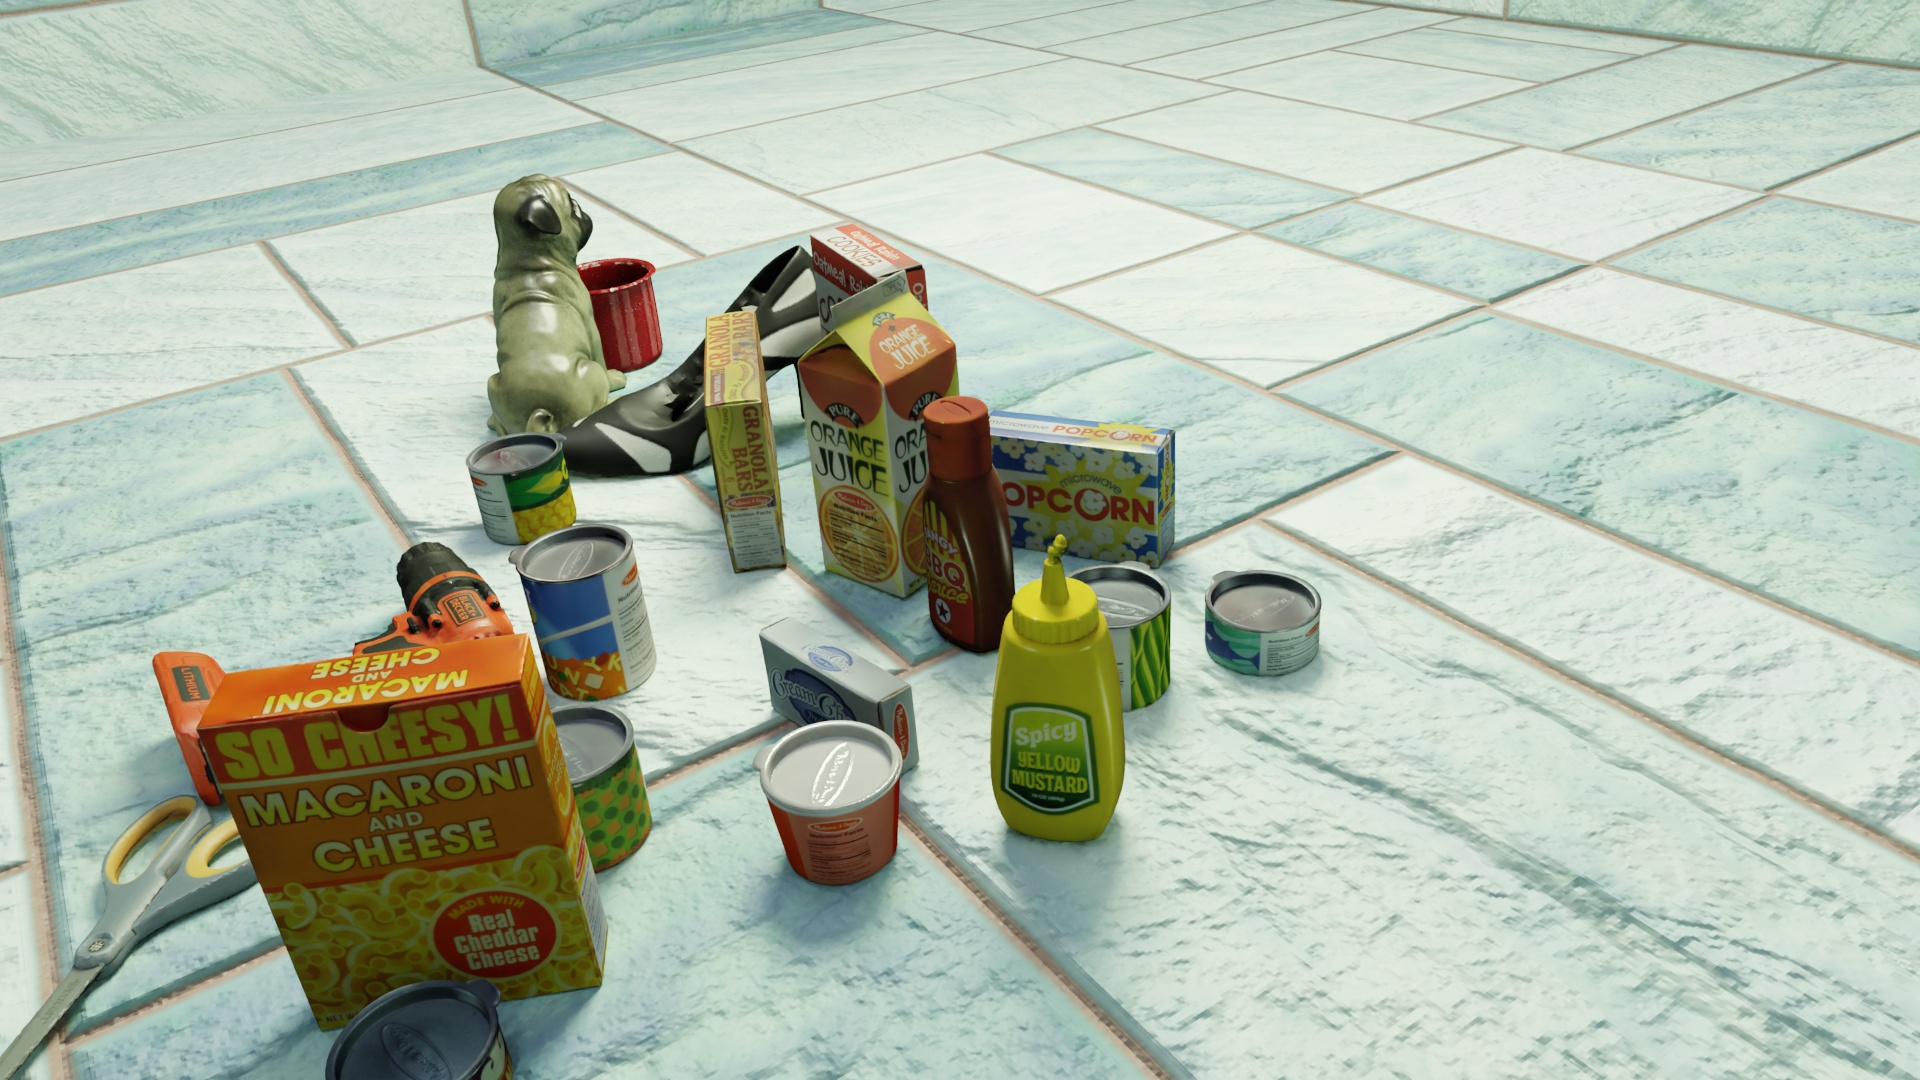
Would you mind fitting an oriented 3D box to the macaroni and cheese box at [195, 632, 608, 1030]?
[{"bbox_3d":[-0.226,0.126,0.586,0.124,0.165,0.040,-8,30,-6],"label":"macaroni and cheese box"}]

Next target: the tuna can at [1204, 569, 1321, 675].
[{"bbox_3d":[0.173,0.046,0.805,0.071,0.032,0.071,-3,30,2],"label":"tuna can"}]

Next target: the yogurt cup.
[{"bbox_3d":[-0.060,0.128,0.672,0.072,0.053,0.073,-3,30,2],"label":"yogurt cup"}]

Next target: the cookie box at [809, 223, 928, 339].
[{"bbox_3d":[-0.061,-0.135,1.019,0.040,0.166,0.123,-18,32,-22],"label":"cookie box"}]

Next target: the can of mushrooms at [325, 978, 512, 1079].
[{"bbox_3d":[-0.216,0.213,0.564,0.071,0.033,0.071,-3,30,2],"label":"can of mushrooms"}]

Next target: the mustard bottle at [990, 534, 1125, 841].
[{"bbox_3d":[0.044,0.069,0.655,0.065,0.159,0.049,3,30,13],"label":"mustard bottle"}]

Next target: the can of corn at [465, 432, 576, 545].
[{"bbox_3d":[-0.310,-0.038,0.992,0.071,0.058,0.071,-3,30,2],"label":"can of corn"}]

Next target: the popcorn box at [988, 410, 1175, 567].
[{"bbox_3d":[0.074,-0.035,0.907,0.127,0.084,0.038,8,32,21],"label":"popcorn box"}]

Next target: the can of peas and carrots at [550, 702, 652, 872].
[{"bbox_3d":[-0.193,0.125,0.691,0.071,0.058,0.071,-3,30,2],"label":"can of peas and carrots"}]

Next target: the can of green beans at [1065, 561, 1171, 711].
[{"bbox_3d":[0.085,0.054,0.778,0.071,0.057,0.071,-3,30,2],"label":"can of green beans"}]

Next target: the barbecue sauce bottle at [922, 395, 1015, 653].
[{"bbox_3d":[0.003,-0.010,0.810,0.044,0.147,0.065,-22,34,-27],"label":"barbecue sauce bottle"}]

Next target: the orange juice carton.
[{"bbox_3d":[-0.048,-0.068,0.874,0.073,0.191,0.072,18,36,34],"label":"orange juice carton"}]

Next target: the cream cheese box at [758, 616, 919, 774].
[{"bbox_3d":[-0.067,0.084,0.750,0.024,0.053,0.104,-28,37,-36],"label":"cream cheese box"}]

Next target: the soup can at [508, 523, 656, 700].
[{"bbox_3d":[-0.220,0.042,0.815,0.071,0.083,0.072,-3,30,2],"label":"soup can"}]

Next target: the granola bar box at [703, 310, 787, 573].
[{"bbox_3d":[-0.151,-0.072,0.964,0.039,0.123,0.166,-8,30,-6],"label":"granola bar box"}]
